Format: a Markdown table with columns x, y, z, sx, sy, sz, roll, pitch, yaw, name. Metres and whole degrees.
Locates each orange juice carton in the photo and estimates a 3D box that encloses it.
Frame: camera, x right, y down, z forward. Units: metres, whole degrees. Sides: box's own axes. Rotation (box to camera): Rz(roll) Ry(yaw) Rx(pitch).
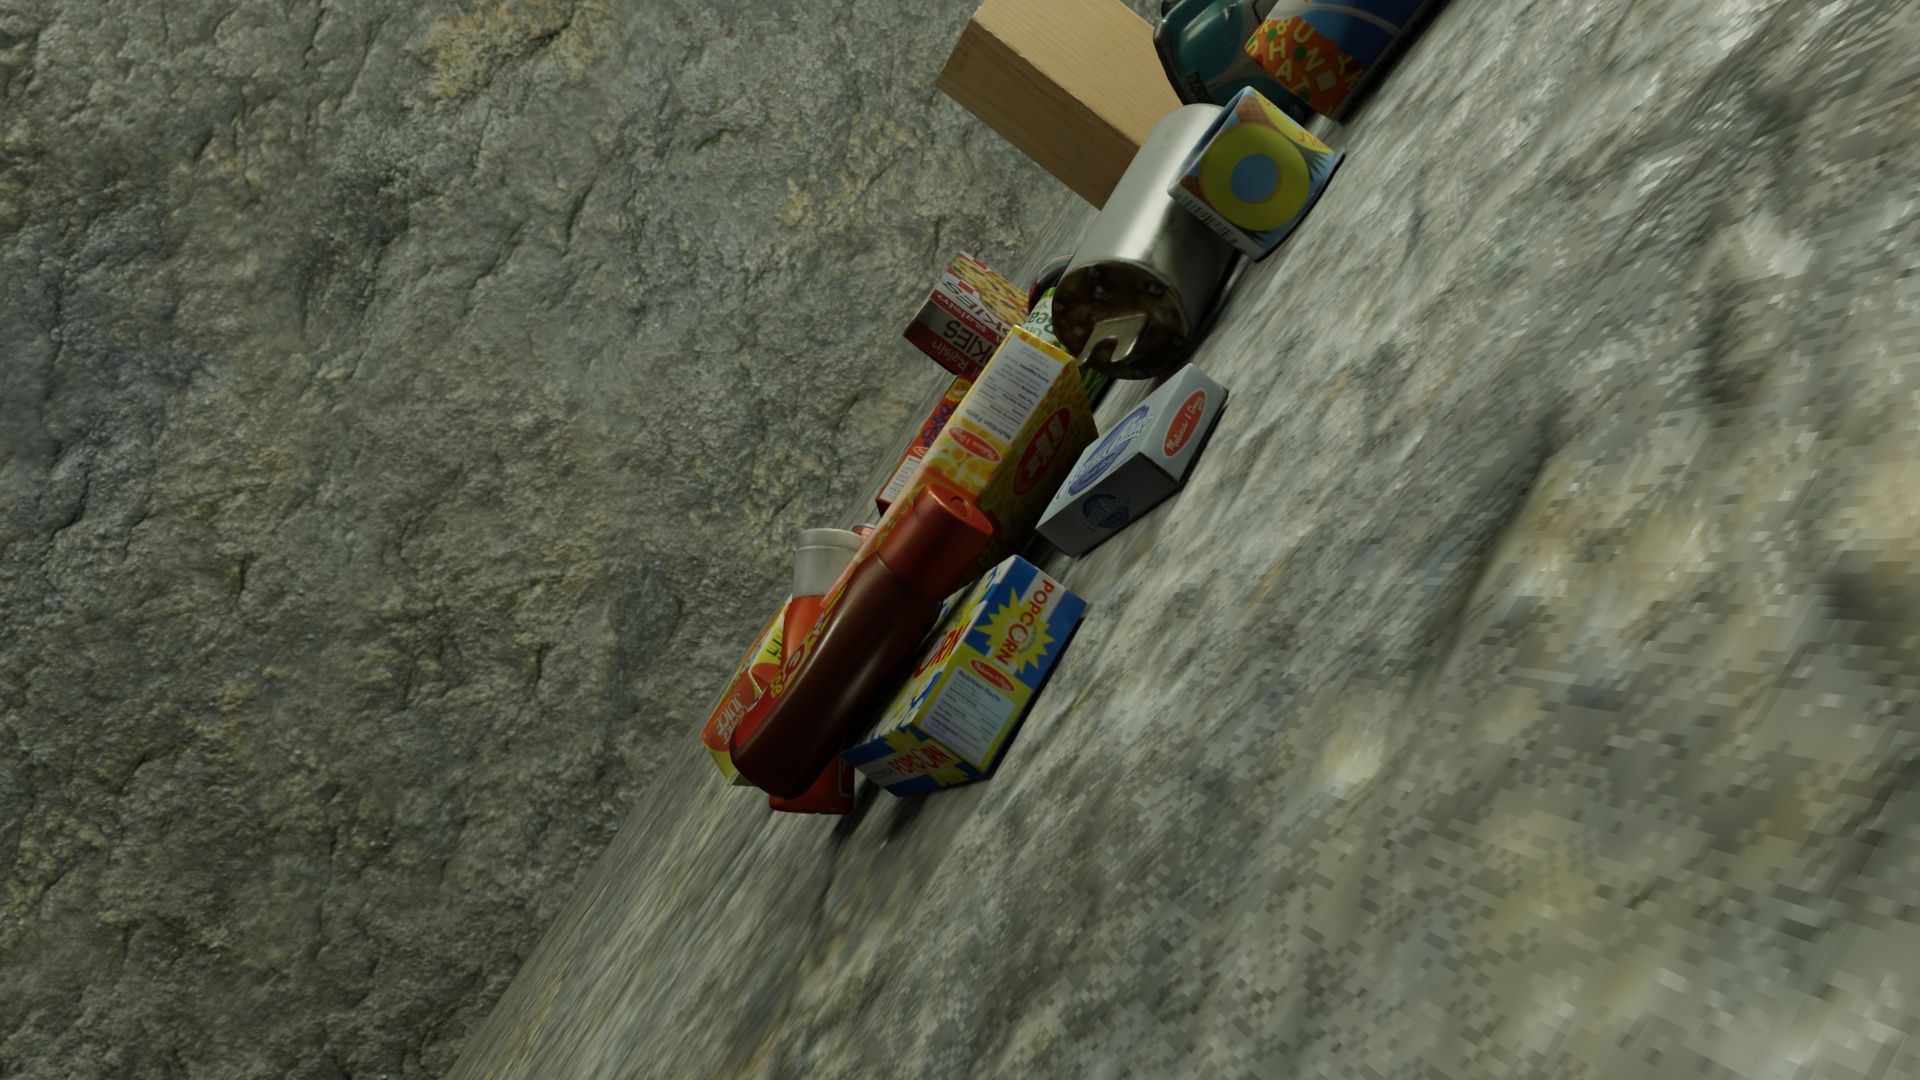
| x | y | z | sx | sy | sz | roll | pitch | yaw | name |
| --- | --- | --- | --- | --- | --- | --- | --- | --- | --- |
| -0.139 | 0.120 | 1.075 | 0.071 | 0.073 | 0.193 | -51 | 8 | 22 | orange juice carton |

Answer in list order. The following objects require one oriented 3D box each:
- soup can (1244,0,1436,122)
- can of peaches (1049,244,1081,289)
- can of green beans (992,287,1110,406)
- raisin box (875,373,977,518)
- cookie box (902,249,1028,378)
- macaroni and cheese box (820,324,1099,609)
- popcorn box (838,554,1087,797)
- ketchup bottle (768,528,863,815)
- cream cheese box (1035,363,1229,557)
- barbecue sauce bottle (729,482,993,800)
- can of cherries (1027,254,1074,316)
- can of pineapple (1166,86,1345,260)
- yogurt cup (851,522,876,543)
| x | y | z | sx | sy | sz | roll | pitch | yaw | name |
| --- | --- | --- | --- | --- | --- | --- | --- | --- | --- |
| 0.197 | -0.274 | 0.726 | 0.083 | 0.071 | 0.072 | -51 | 8 | 25 | soup can |
| 0.103 | -0.179 | 0.953 | 0.071 | 0.058 | 0.071 | -53 | 7 | 9 | can of peaches |
| 0.066 | -0.118 | 0.877 | 0.058 | 0.071 | 0.071 | -56 | 7 | -11 | can of green beans |
| -0.009 | -0.046 | 0.999 | 0.124 | 0.040 | 0.085 | -58 | -24 | -25 | raisin box |
| 0.027 | -0.163 | 1.107 | 0.040 | 0.123 | 0.168 | -52 | 7 | 25 | cookie box |
| 0.006 | -0.013 | 0.716 | 0.166 | 0.040 | 0.123 | -56 | -17 | -6 | macaroni and cheese box |
| -0.003 | 0.062 | 0.599 | 0.085 | 0.038 | 0.126 | -56 | 7 | -22 | popcorn box |
| -0.075 | 0.069 | 0.737 | 0.064 | 0.043 | 0.149 | 90 | -177 | -76 | ketchup bottle |
| 0.073 | -0.032 | 0.602 | 0.053 | 0.024 | 0.103 | -57 | 8 | -27 | cream cheese box |
| -0.043 | 0.043 | 0.610 | 0.148 | 0.043 | 0.065 | -53 | 6 | 13 | barbecue sauce bottle |
| 0.084 | -0.176 | 1.044 | 0.071 | 0.071 | 0.058 | -53 | 8 | 16 | can of cherries |
| 0.147 | -0.185 | 0.697 | 0.071 | 0.058 | 0.071 | -53 | 7 | 10 | can of pineapple |
| -0.062 | 0.025 | 1.060 | 0.054 | 0.072 | 0.072 | -65 | 10 | -15 | yogurt cup |
